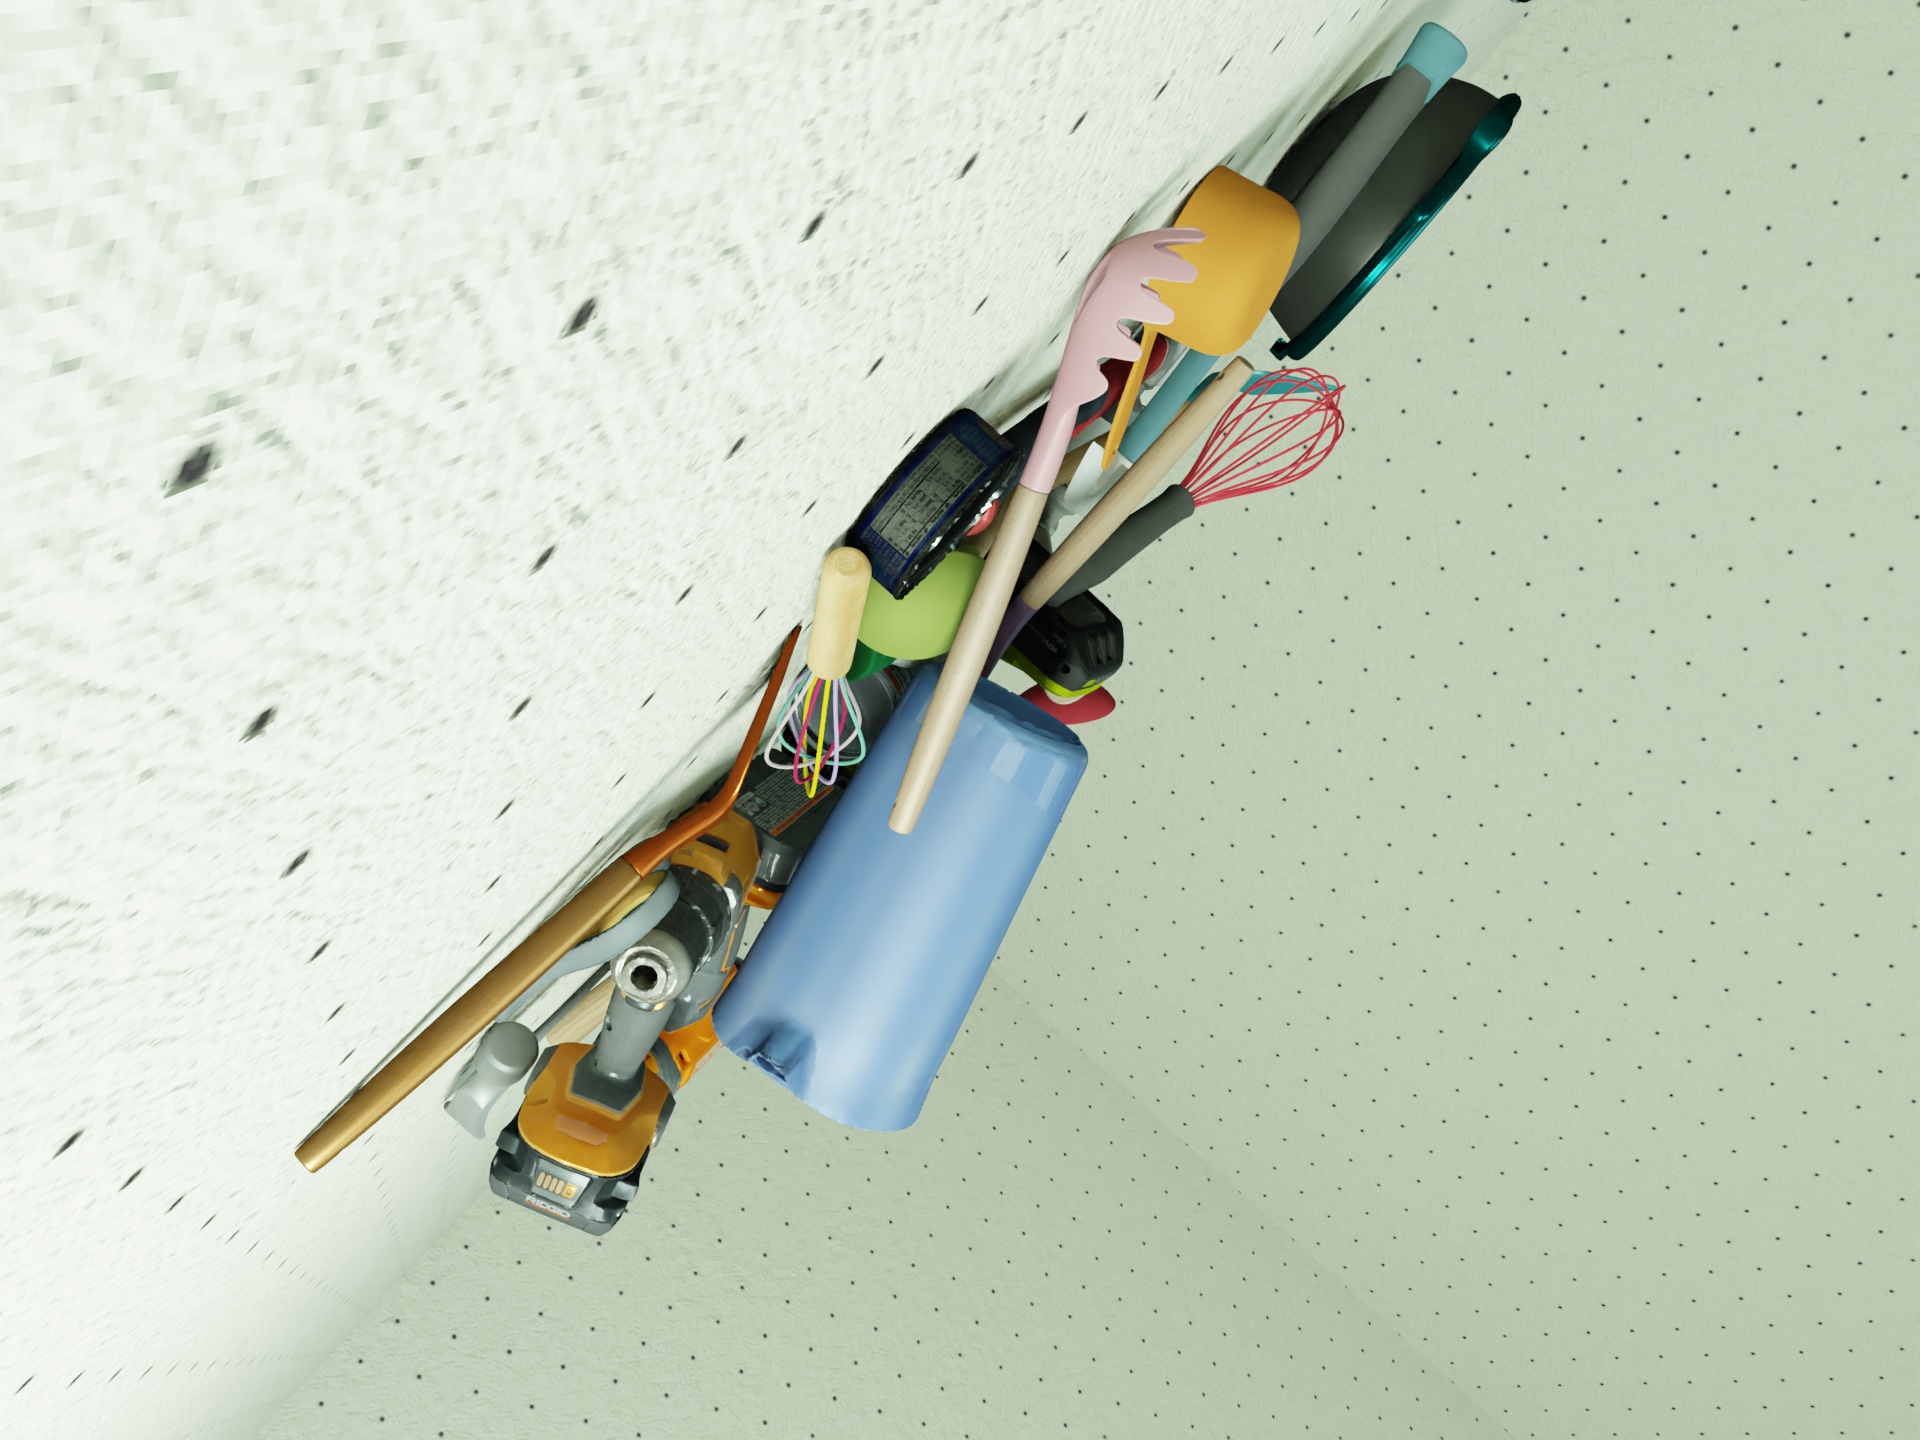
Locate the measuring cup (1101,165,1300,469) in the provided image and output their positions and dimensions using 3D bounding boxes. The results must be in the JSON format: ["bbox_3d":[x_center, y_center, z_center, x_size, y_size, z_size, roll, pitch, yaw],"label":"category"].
[{"bbox_3d":[0.124,-0.198,0.837,0.095,0.052,0.173,-44,158,-54],"label":"measuring cup"}]

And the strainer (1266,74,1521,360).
[{"bbox_3d":[0.254,-0.341,0.980,0.211,0.095,0.340,-50,-179,6],"label":"strainer"}]

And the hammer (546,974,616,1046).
[{"bbox_3d":[-0.190,0.147,1.233,0.331,0.031,0.130,-39,-170,7],"label":"hammer"}]

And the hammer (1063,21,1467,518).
[{"bbox_3d":[0.165,-0.243,0.906,0.331,0.033,0.128,-52,179,25],"label":"hammer"}]

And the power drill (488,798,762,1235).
[{"bbox_3d":[-0.181,0.168,0.873,0.185,0.084,0.226,-84,-161,-75],"label":"power drill"}]

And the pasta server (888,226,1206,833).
[{"bbox_3d":[0.032,-0.081,0.741,0.060,0.040,0.316,-89,-160,-69],"label":"pasta server"}]

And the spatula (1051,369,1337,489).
[{"bbox_3d":[0.145,-0.204,1.128,0.317,0.044,0.082,-31,-154,-34],"label":"spatula"}]

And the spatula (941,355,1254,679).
[{"bbox_3d":[0.055,-0.088,0.911,0.316,0.018,0.060,-47,-146,29],"label":"spatula"}]

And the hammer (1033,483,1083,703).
[{"bbox_3d":[0.056,-0.088,1.232,0.146,0.038,0.411,-48,-165,14],"label":"hammer"}]

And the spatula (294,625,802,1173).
[{"bbox_3d":[-0.177,0.079,0.735,0.322,0.041,0.081,-44,176,-23],"label":"spatula"}]

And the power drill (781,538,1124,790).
[{"bbox_3d":[-0.002,-0.003,1.031,0.223,0.171,0.080,-54,163,27],"label":"power drill"}]

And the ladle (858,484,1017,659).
[{"bbox_3d":[0.005,-0.112,0.898,0.078,0.062,0.320,-17,-161,20],"label":"ladle"}]

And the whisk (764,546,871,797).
[{"bbox_3d":[-0.064,-0.017,0.775,0.245,0.051,0.047,113,2,-67],"label":"whisk"}]

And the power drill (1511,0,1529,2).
[{"bbox_3d":[0.470,-0.603,1.101,0.228,0.080,0.190,-44,177,-40],"label":"power drill"}]

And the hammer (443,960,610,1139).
[{"bbox_3d":[-0.215,0.139,1.127,0.144,0.035,0.406,-49,179,42],"label":"hammer"}]

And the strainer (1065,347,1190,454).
[{"bbox_3d":[0.123,-0.239,1.187,0.087,0.050,0.258,-43,180,-34],"label":"strainer"}]

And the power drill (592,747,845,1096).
[{"bbox_3d":[-0.153,0.135,1.049,0.226,0.084,0.164,-63,171,23],"label":"power drill"}]

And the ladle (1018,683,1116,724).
[{"bbox_3d":[-0.006,-0.007,1.223,0.069,0.031,0.315,-25,-168,-40],"label":"ladle"}]

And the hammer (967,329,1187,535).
[{"bbox_3d":[0.077,-0.191,0.902,0.143,0.038,0.386,-50,179,31],"label":"hammer"}]

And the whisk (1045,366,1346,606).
[{"bbox_3d":[0.152,-0.149,1.010,0.296,0.073,0.073,-36,173,-30],"label":"whisk"}]
